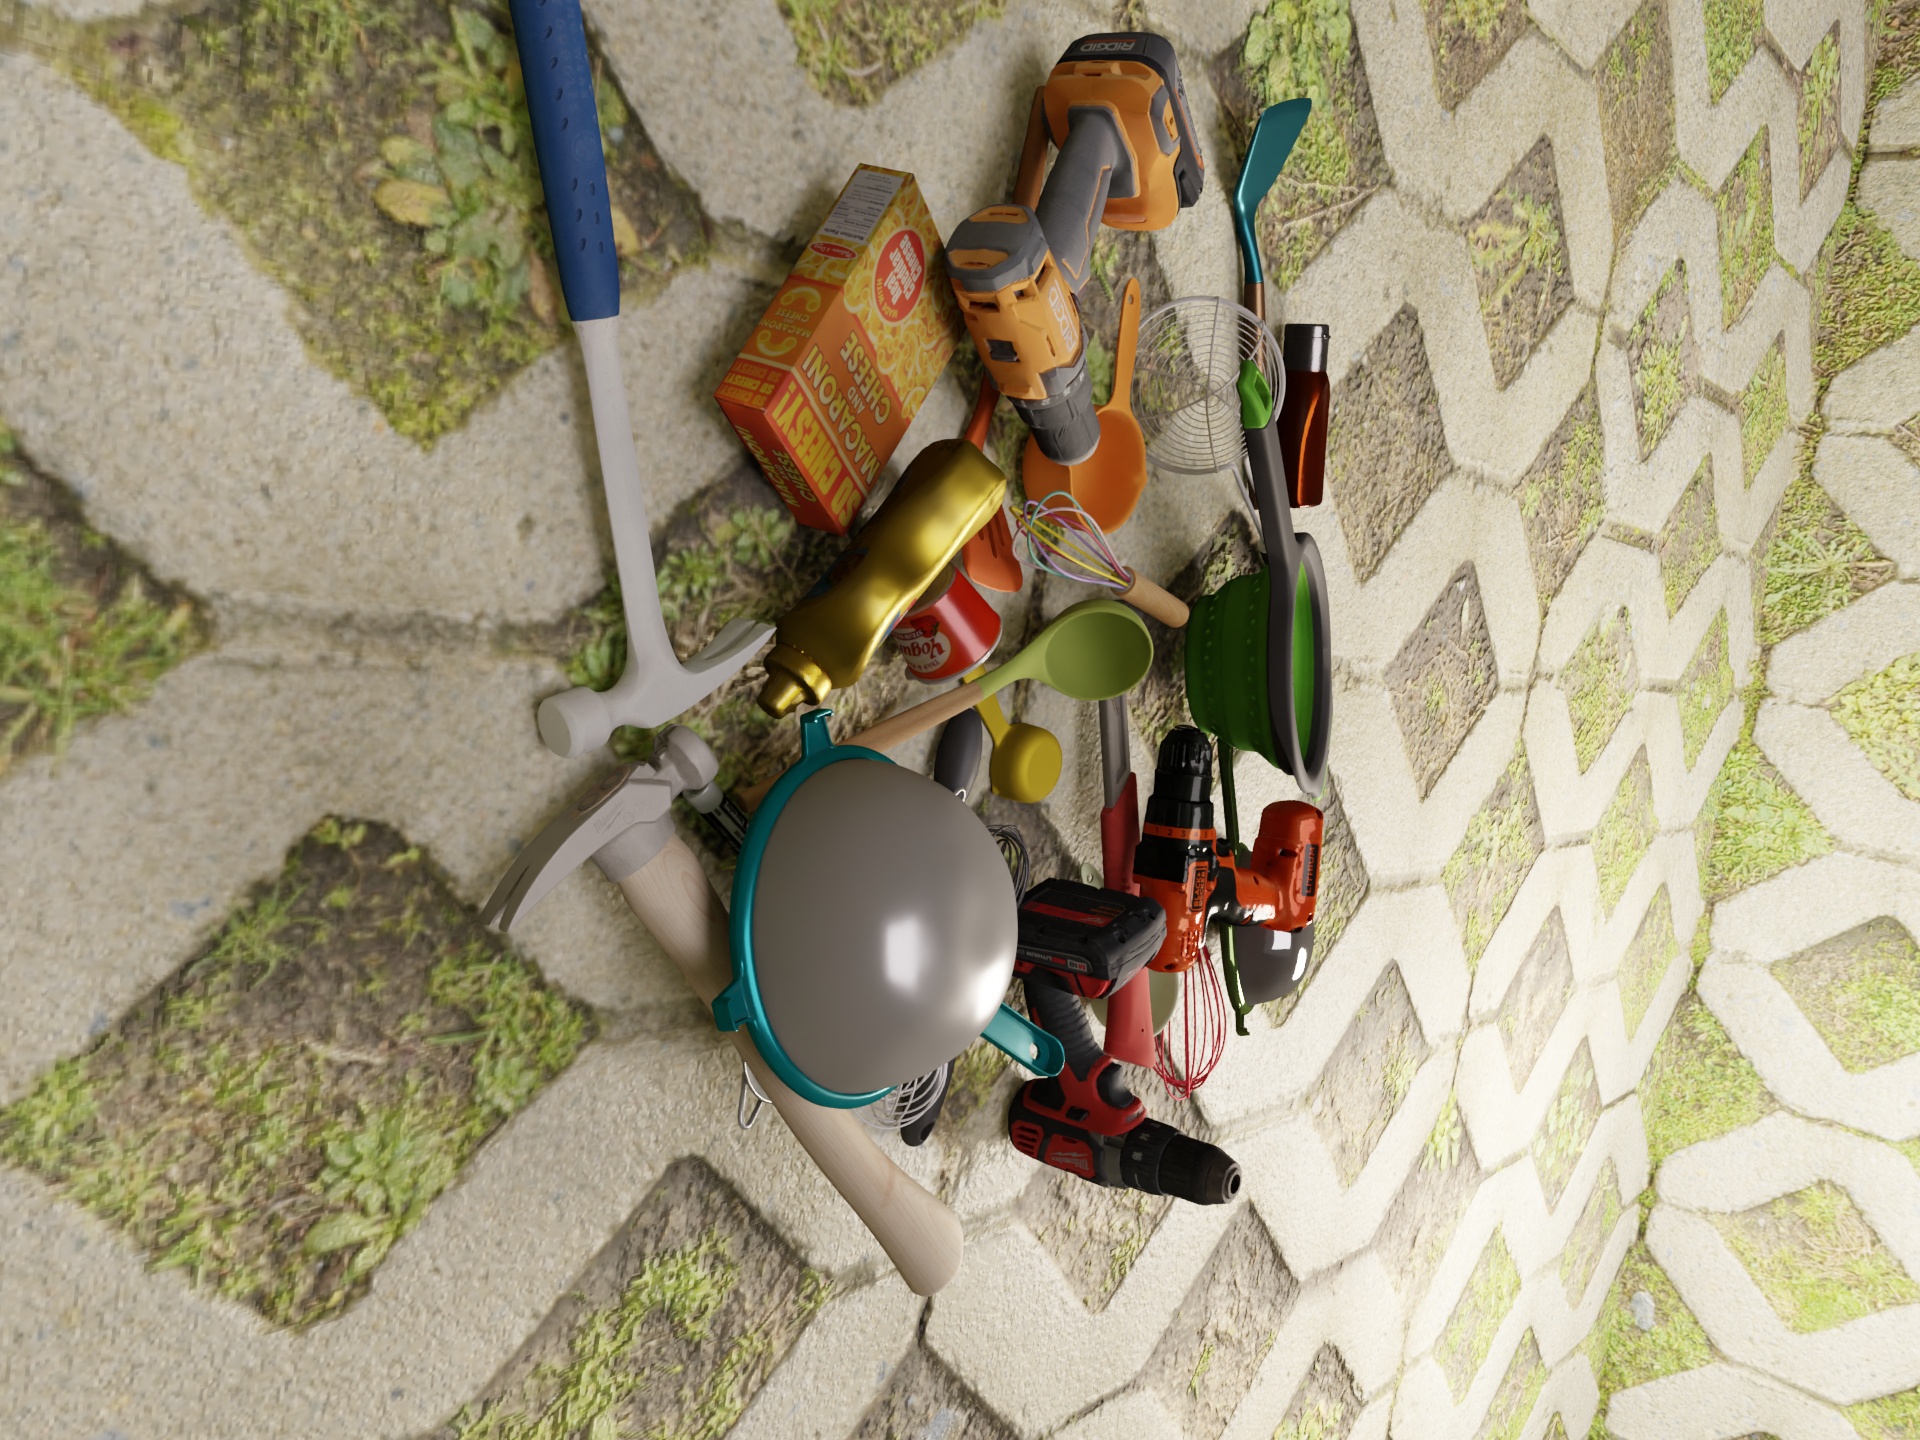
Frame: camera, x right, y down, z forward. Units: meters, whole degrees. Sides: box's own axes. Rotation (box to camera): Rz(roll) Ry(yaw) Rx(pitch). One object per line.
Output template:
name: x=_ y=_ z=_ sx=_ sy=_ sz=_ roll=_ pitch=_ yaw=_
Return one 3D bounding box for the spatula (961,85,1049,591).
spatula: x=0.035 y=-0.246 z=1.025 sx=0.081 sy=0.041 sz=0.322 roll=5 pitch=96 yaw=-62

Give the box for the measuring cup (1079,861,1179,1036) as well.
measuring cup: x=0.119 y=0.179 z=1.266 sx=0.083 sy=0.038 sz=0.167 roll=-39 pitch=115 yaw=-30

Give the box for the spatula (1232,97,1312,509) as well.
spatula: x=0.240 y=-0.318 z=1.249 sx=0.082 sy=0.044 sz=0.317 roll=-32 pitch=125 yaw=-45

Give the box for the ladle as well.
ladle: x=-0.002 y=-0.003 z=1.019 sx=0.320 sy=0.062 sz=0.078 roll=-26 pitch=138 yaw=-34

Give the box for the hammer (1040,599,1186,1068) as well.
hammer: x=0.127 y=0.089 z=1.210 sx=0.149 sy=0.037 sz=0.359 roll=-16 pitch=106 yaw=-47

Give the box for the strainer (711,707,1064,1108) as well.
strainer: x=0.004 y=0.148 z=0.954 sx=0.340 sy=0.095 sz=0.211 roll=43 pitch=51 yaw=-44

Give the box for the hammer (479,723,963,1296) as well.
hammer: x=-0.110 y=0.204 z=0.919 sx=0.146 sy=0.038 sz=0.410 roll=-45 pitch=122 yaw=-28

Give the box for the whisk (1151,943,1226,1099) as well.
whisk: x=0.188 y=0.172 z=1.328 sx=0.073 sy=0.073 sz=0.296 roll=-5 pitch=98 yaw=-50

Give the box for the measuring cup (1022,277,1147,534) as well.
measuring cup: x=0.088 y=-0.216 z=1.091 sx=0.095 sy=0.052 sz=0.173 roll=3 pitch=97 yaw=-51

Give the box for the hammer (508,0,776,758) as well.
hammer: x=-0.176 y=-0.190 z=0.791 sx=0.144 sy=0.035 sz=0.405 roll=-27 pitch=121 yaw=-43

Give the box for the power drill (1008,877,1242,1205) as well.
power drill: x=0.111 y=0.241 z=1.153 sx=0.080 sy=0.188 sz=0.226 roll=-27 pitch=117 yaw=-45

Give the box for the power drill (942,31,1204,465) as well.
power drill: x=0.078 y=-0.289 z=0.995 sx=0.226 sy=0.084 sz=0.185 roll=-64 pitch=148 yaw=-24

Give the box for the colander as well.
colander: x=0.211 y=-0.100 z=1.205 sx=0.396 sy=0.094 sz=0.205 roll=68 pitch=30 yaw=-44

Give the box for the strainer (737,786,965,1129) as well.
strainer: x=-0.072 y=0.140 z=0.997 sx=0.258 sy=0.050 sz=0.086 roll=-52 pitch=139 yaw=-22

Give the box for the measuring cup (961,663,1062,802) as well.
measuring cup: x=0.032 y=-0.001 z=1.103 sx=0.062 sy=0.029 sz=0.156 roll=-53 pitch=138 yaw=-26

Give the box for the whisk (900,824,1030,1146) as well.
whisk: x=-0.002 y=0.185 z=1.108 sx=0.055 sy=0.055 sz=0.239 roll=11 pitch=97 yaw=-51

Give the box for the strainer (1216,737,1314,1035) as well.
strainer: x=0.261 y=0.130 z=1.354 sx=0.151 sy=0.069 sz=0.256 roll=-52 pitch=137 yaw=-62

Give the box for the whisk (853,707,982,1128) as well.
whisk: x=-0.024 y=0.130 z=1.059 sx=0.070 sy=0.070 sz=0.285 roll=18 pitch=82 yaw=-51

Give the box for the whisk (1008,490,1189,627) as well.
whisk: x=0.100 y=-0.105 z=1.094 sx=0.244 sy=0.047 sz=0.051 roll=20 pitch=84 yaw=-57

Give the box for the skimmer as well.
skimmer: x=0.220 y=-0.191 z=1.260 sx=0.127 sy=0.090 sz=0.363 roll=-33 pitch=150 yaw=7
